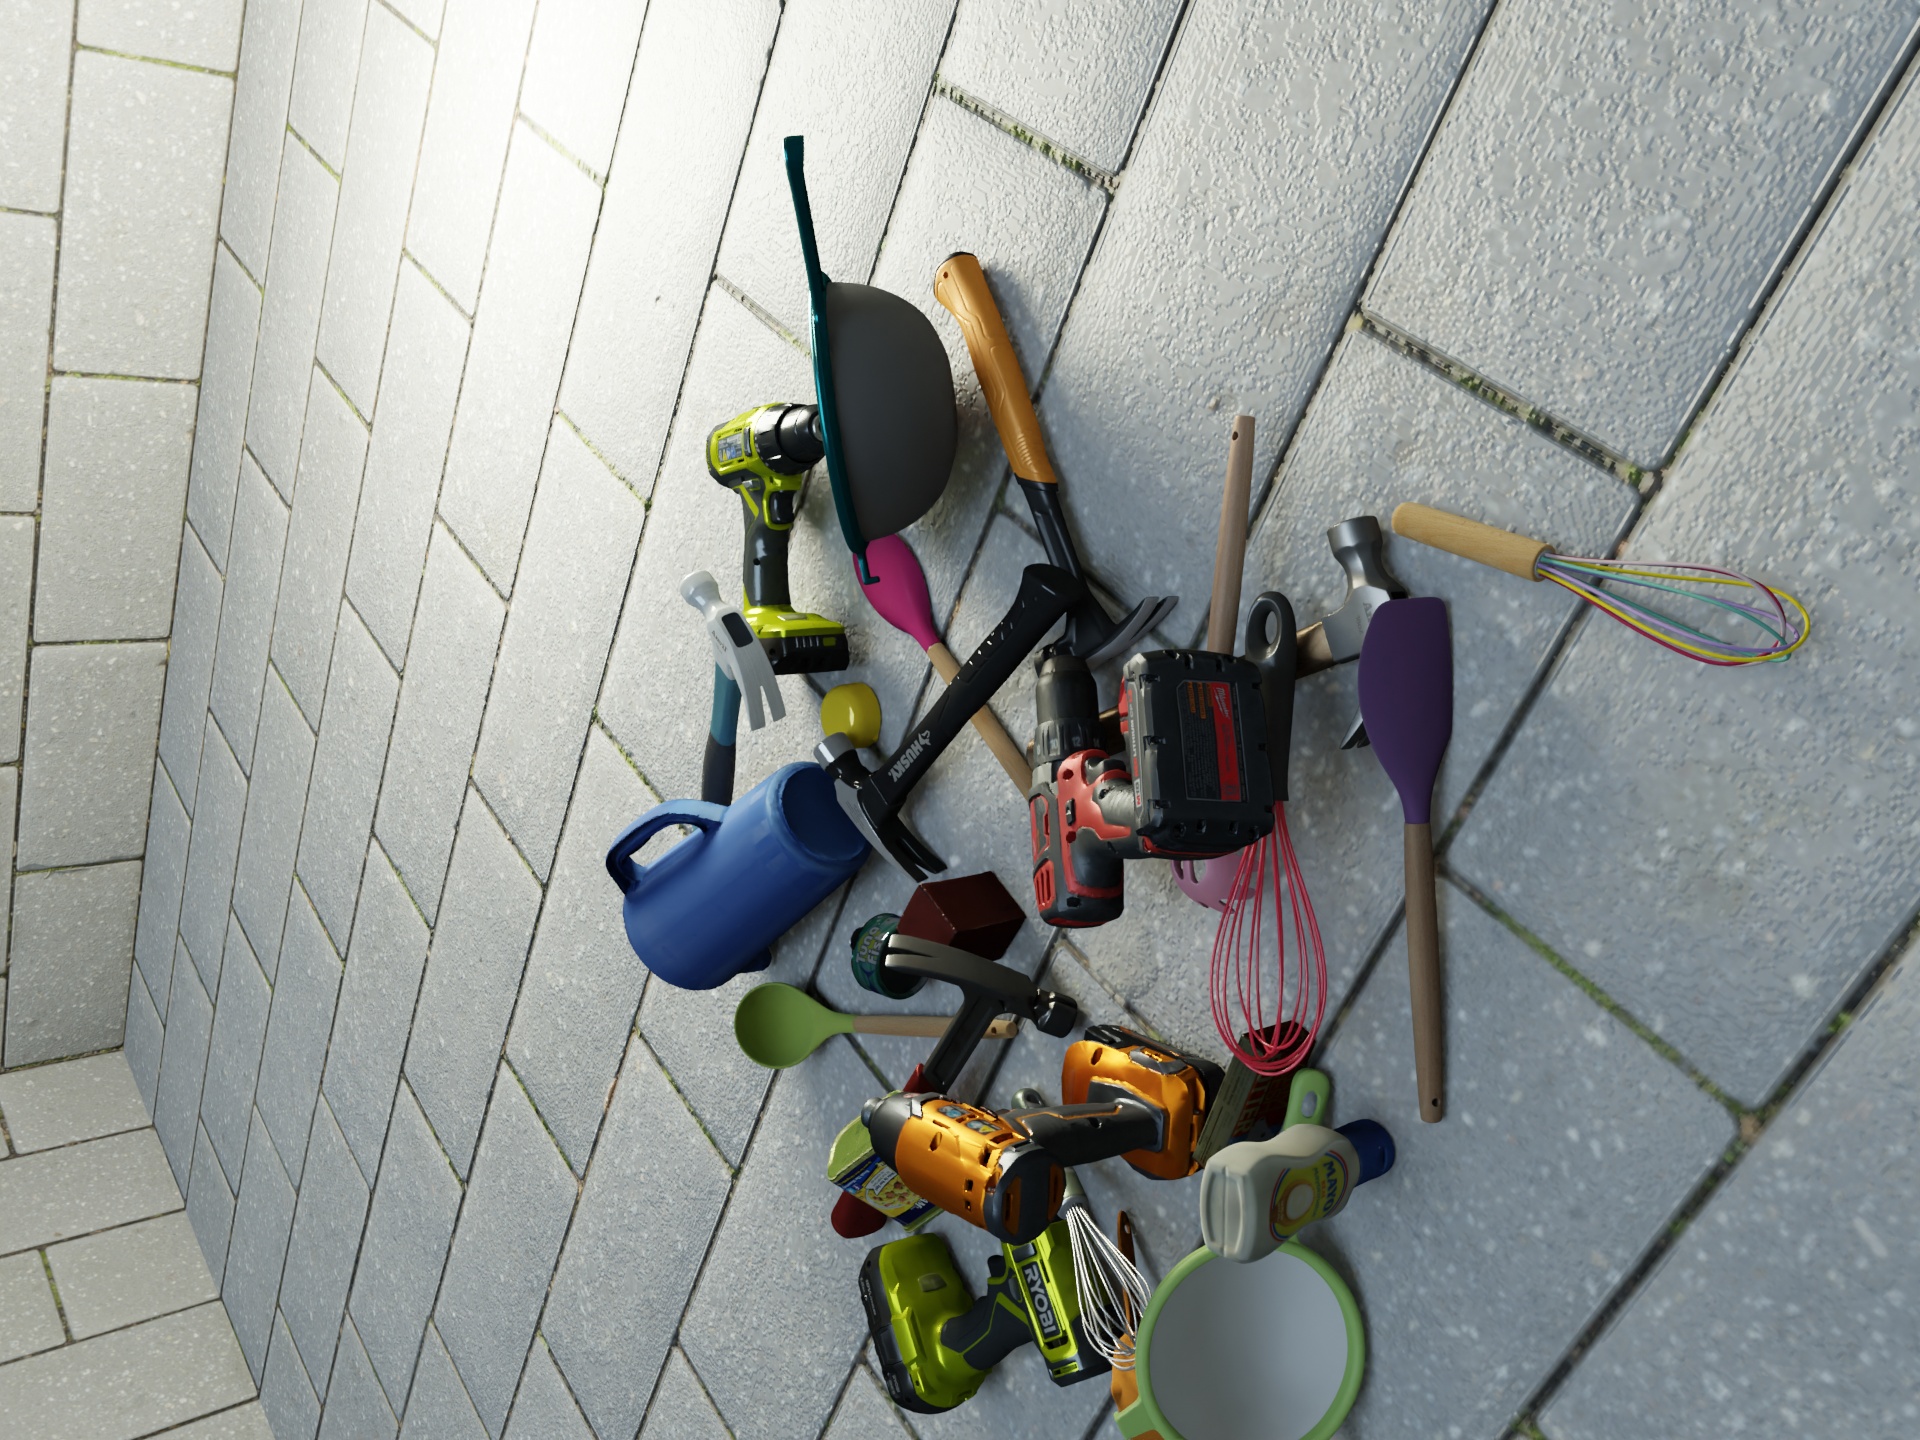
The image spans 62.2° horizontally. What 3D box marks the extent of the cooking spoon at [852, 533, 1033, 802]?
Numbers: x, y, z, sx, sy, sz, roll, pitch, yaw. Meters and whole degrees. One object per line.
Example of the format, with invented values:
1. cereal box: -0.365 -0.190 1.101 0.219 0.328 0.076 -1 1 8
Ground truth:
1. cooking spoon: -0.008 -0.039 1.257 0.319 0.017 0.068 56 132 29

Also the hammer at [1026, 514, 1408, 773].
1. hammer: 0.161 -0.014 1.060 0.331 0.031 0.130 -25 75 47

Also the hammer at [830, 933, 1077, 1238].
1. hammer: -0.044 0.309 1.274 0.037 0.149 0.358 -80 13 -50

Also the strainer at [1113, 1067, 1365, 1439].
1. strainer: 0.191 0.349 1.032 0.069 0.151 0.256 163 122 -80

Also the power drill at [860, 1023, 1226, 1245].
1. power drill: 0.053 0.268 1.064 0.164 0.226 0.084 12 103 47

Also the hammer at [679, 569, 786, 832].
1. hammer: -0.210 0.018 1.397 0.128 0.033 0.330 52 150 23

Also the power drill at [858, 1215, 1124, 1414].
1. power drill: 0.021 0.439 1.237 0.223 0.080 0.171 -39 62 40

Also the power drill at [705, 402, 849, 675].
1. power drill: -0.150 -0.154 1.341 0.191 0.080 0.228 3 97 59

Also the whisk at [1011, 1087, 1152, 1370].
1. whisk: 0.083 0.352 1.132 0.059 0.057 0.247 -63 30 23

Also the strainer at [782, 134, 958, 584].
1. strainer: -0.056 -0.272 1.142 0.340 0.095 0.211 82 -177 -54

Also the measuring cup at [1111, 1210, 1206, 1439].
1. measuring cup: 0.144 0.422 1.106 0.052 0.095 0.174 -25 51 25

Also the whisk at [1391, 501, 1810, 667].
1. whisk: 0.335 -0.080 0.855 0.245 0.051 0.047 31 96 47

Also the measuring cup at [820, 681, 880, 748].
1. measuring cup: -0.118 0.031 1.379 0.062 0.029 0.156 54 128 30

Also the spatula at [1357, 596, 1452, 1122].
1. spatula: 0.270 0.085 0.943 0.018 0.059 0.316 -152 56 -78

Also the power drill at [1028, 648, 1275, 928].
1. power drill: 0.104 0.023 1.012 0.226 0.080 0.188 139 132 -63

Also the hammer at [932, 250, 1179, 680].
1. hammer: 0.052 -0.199 1.160 0.127 0.034 0.337 -35 68 46

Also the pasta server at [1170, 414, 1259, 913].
1. pasta server: 0.168 -0.033 1.008 0.060 0.040 0.316 11 98 48

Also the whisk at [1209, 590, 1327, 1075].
1. whisk: 0.188 0.068 0.971 0.073 0.073 0.296 -2 86 49

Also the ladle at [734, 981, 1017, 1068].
1. ladle: -0.078 0.259 1.342 0.320 0.062 0.078 -9 87 46

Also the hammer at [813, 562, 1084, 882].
1. hammer: -0.002 -0.004 1.200 0.146 0.035 0.334 55 137 14
